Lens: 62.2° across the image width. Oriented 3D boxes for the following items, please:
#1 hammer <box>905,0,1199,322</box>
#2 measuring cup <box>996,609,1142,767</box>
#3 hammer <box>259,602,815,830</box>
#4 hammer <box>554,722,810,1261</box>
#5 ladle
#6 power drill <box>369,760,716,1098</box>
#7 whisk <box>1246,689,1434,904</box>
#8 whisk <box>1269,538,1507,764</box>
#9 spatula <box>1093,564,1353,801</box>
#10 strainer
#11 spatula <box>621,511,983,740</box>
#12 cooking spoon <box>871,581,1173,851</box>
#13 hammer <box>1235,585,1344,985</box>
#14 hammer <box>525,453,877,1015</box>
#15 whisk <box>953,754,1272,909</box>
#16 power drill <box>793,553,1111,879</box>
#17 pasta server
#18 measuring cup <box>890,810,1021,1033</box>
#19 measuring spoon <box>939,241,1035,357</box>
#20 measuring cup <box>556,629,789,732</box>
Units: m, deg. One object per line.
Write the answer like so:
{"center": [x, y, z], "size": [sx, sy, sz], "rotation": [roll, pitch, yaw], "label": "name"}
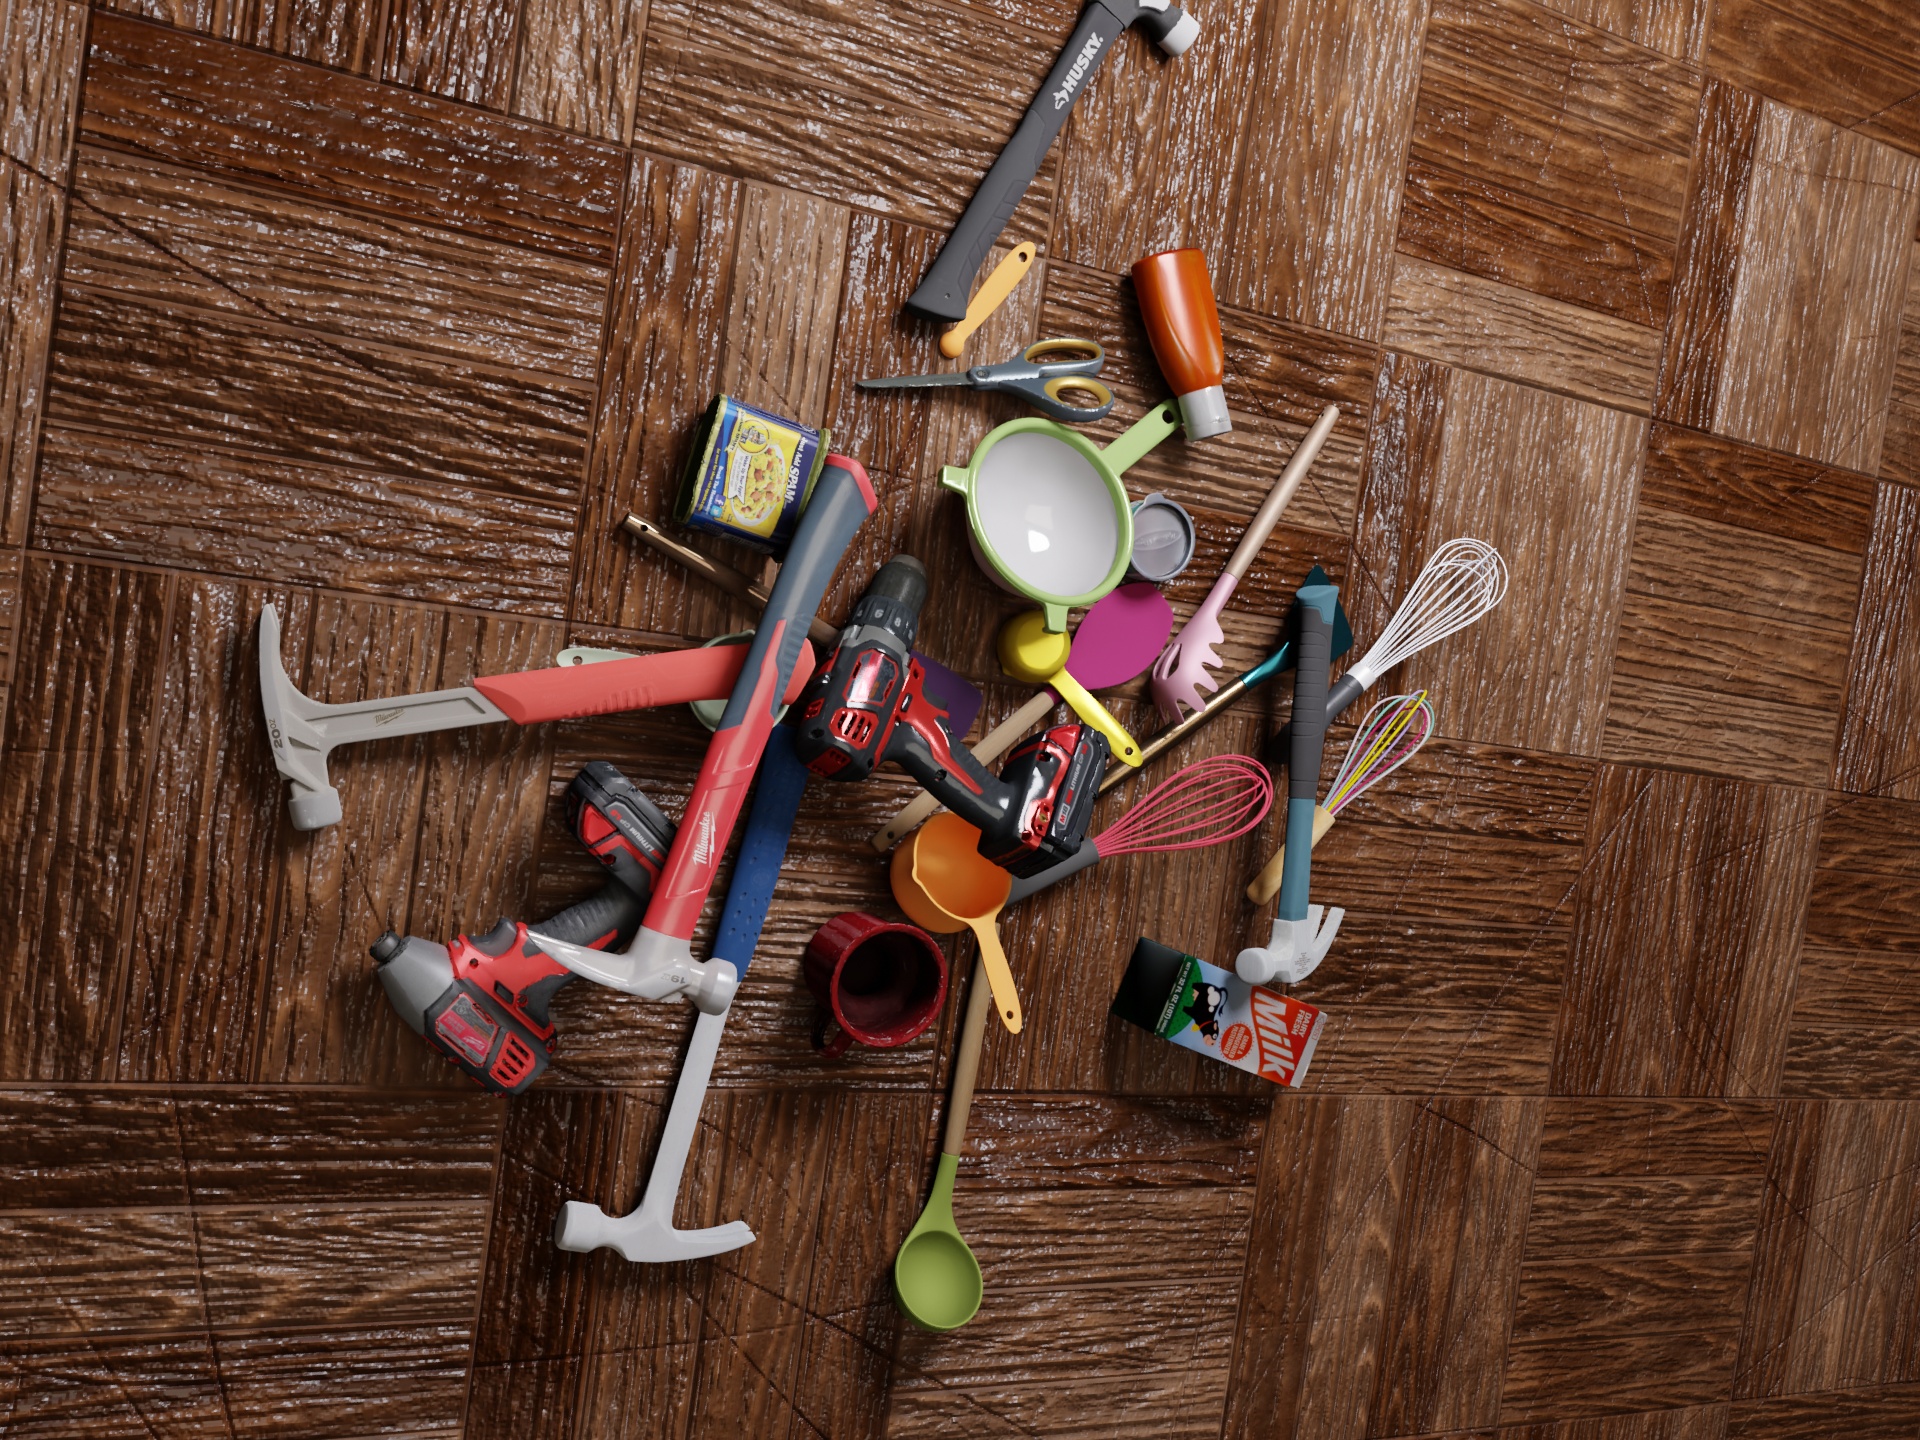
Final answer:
{"center": [0.051, -0.447, 1.216], "size": [0.146, 0.035, 0.335], "rotation": [33, 81, -24], "label": "hammer"}
{"center": [0.093, -0.024, 1.254], "size": [0.062, 0.029, 0.156], "rotation": [-43, 91, -15], "label": "measuring cup"}
{"center": [-0.278, -0.027, 1.080], "size": [0.359, 0.037, 0.149], "rotation": [-9, 99, -15], "label": "hammer"}
{"center": [-0.173, 0.202, 1.177], "size": [0.144, 0.035, 0.405], "rotation": [17, 88, -25], "label": "hammer"}
{"center": [0.003, 0.320, 1.260], "size": [0.078, 0.062, 0.320], "rotation": [11, 88, -28], "label": "ladle"}
{"center": [-0.289, 0.138, 1.097], "size": [0.220, 0.079, 0.143], "rotation": [-47, 111, -11], "label": "power drill"}
{"center": [0.335, 0.066, 1.398], "size": [0.245, 0.047, 0.051], "rotation": [-49, 113, -8], "label": "whisk"}
{"center": [0.372, -0.060, 1.395], "size": [0.284, 0.070, 0.070], "rotation": [-41, 110, -10], "label": "whisk"}
{"center": [0.212, -0.016, 1.341], "size": [0.317, 0.044, 0.082], "rotation": [-34, 109, -13], "label": "spatula"}
{"center": [0.087, -0.180, 1.252], "size": [0.256, 0.069, 0.151], "rotation": [-42, 99, -34], "label": "strainer"}
{"center": [-0.114, -0.069, 1.186], "size": [0.315, 0.018, 0.060], "rotation": [31, 81, -25], "label": "spatula"}
{"center": [0.051, -0.002, 1.269], "size": [0.319, 0.017, 0.068], "rotation": [-40, 102, -16], "label": "cooking spoon"}
{"center": [0.284, 0.051, 1.320], "size": [0.128, 0.033, 0.331], "rotation": [5, 90, -50], "label": "hammer"}
{"center": [-0.159, -0.002, 1.071], "size": [0.143, 0.038, 0.386], "rotation": [22, 87, -23], "label": "hammer"}
{"center": [0.125, 0.098, 1.295], "size": [0.296, 0.073, 0.073], "rotation": [-21, 104, -15], "label": "whisk"}
{"center": [-0.002, -0.004, 1.187], "size": [0.226, 0.080, 0.188], "rotation": [31, 57, -18], "label": "power drill"}
{"center": [0.243, -0.136, 1.331], "size": [0.040, 0.060, 0.316], "rotation": [41, 72, -29], "label": "pasta server"}
{"center": [0.002, 0.157, 1.205], "size": [0.095, 0.052, 0.174], "rotation": [-9, 75, -37], "label": "measuring cup"}
{"center": [0.023, -0.326, 1.227], "size": [0.021, 0.011, 0.117], "rotation": [42, 78, -22], "label": "measuring spoon"}
{"center": [-0.205, -0.033, 1.141], "size": [0.167, 0.038, 0.083], "rotation": [9, 93, -16], "label": "measuring cup"}
